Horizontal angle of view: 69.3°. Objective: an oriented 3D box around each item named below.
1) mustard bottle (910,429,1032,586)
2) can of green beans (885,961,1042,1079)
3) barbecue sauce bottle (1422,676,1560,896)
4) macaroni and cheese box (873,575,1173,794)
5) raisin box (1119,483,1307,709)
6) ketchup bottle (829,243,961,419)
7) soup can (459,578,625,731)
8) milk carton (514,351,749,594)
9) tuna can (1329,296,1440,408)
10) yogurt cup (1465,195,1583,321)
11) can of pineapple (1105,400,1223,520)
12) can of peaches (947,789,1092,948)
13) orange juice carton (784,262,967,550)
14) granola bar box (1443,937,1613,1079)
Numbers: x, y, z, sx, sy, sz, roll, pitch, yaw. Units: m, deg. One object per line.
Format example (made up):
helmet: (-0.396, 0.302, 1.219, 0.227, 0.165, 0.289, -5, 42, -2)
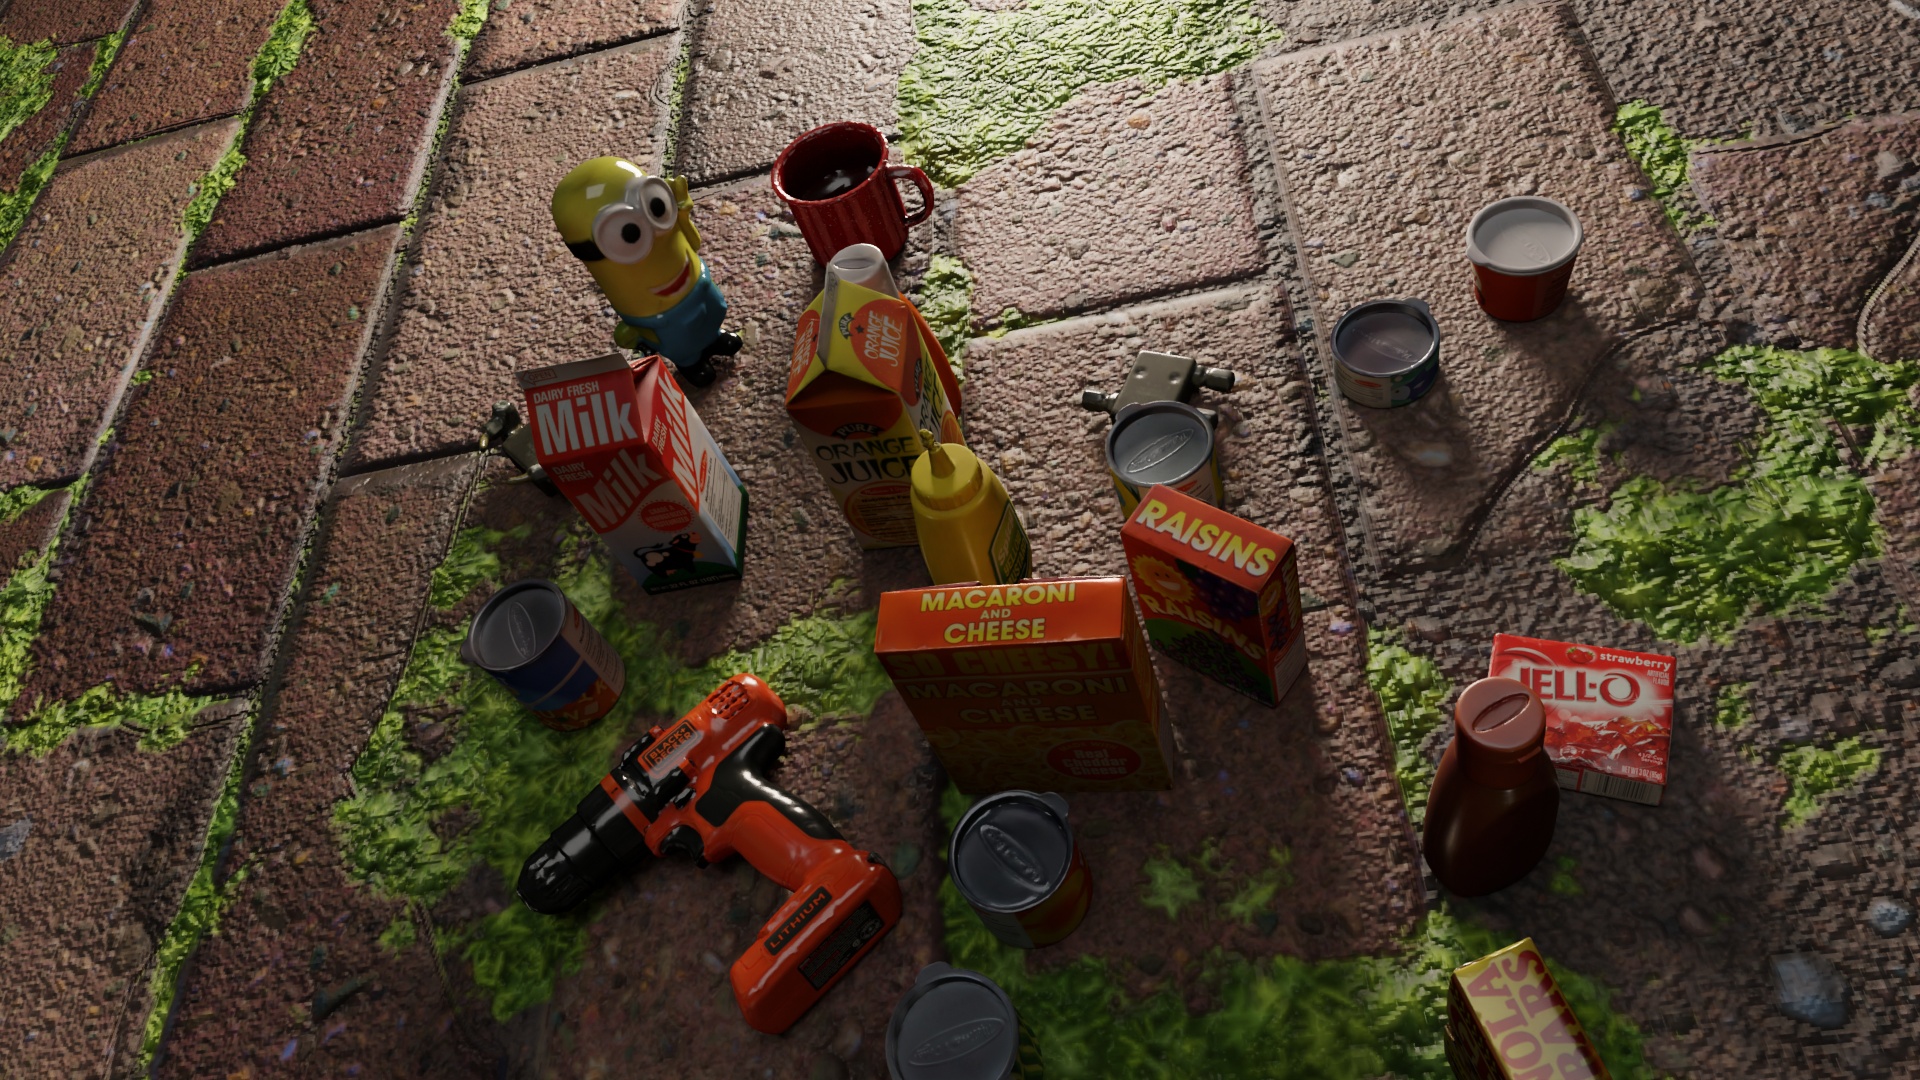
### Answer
mustard bottle: (0.003, -0.010, 0.805, 0.049, 0.159, 0.065, 6, 58, 22)
can of green beans: (0.003, 0.252, 0.680, 0.071, 0.057, 0.071, -9, 53, 12)
barbecue sauce bottle: (0.247, 0.115, 0.644, 0.065, 0.148, 0.044, -30, 52, -4)
macaroni and cheese box: (0.038, 0.080, 0.725, 0.124, 0.165, 0.040, -4, 54, 15)
raisin box: (0.140, 0.031, 0.755, 0.086, 0.123, 0.040, 27, 67, 32)
ketchup bottle: (-0.047, -0.131, 0.916, 0.065, 0.148, 0.044, 3, 56, 20)
soup can: (-0.262, 0.075, 0.877, 0.071, 0.083, 0.072, -9, 53, 12)
milk carton: (-0.204, -0.050, 0.881, 0.072, 0.189, 0.074, -10, 53, 11)
tuna can: (0.271, -0.120, 0.881, 0.071, 0.032, 0.071, -9, 53, 12)
yogurt cup: (0.356, -0.176, 0.881, 0.072, 0.053, 0.073, -9, 53, 12)
can of pineapple: (0.126, -0.044, 0.856, 0.071, 0.057, 0.071, -9, 53, 12)
can of peaches: (0.034, 0.172, 0.728, 0.071, 0.057, 0.071, -9, 53, 12)
orange juice carton: (-0.053, -0.078, 0.852, 0.073, 0.191, 0.072, -6, 54, 14)
granola bar box: (0.250, 0.260, 0.553, 0.039, 0.123, 0.166, -22, 52, 2)
